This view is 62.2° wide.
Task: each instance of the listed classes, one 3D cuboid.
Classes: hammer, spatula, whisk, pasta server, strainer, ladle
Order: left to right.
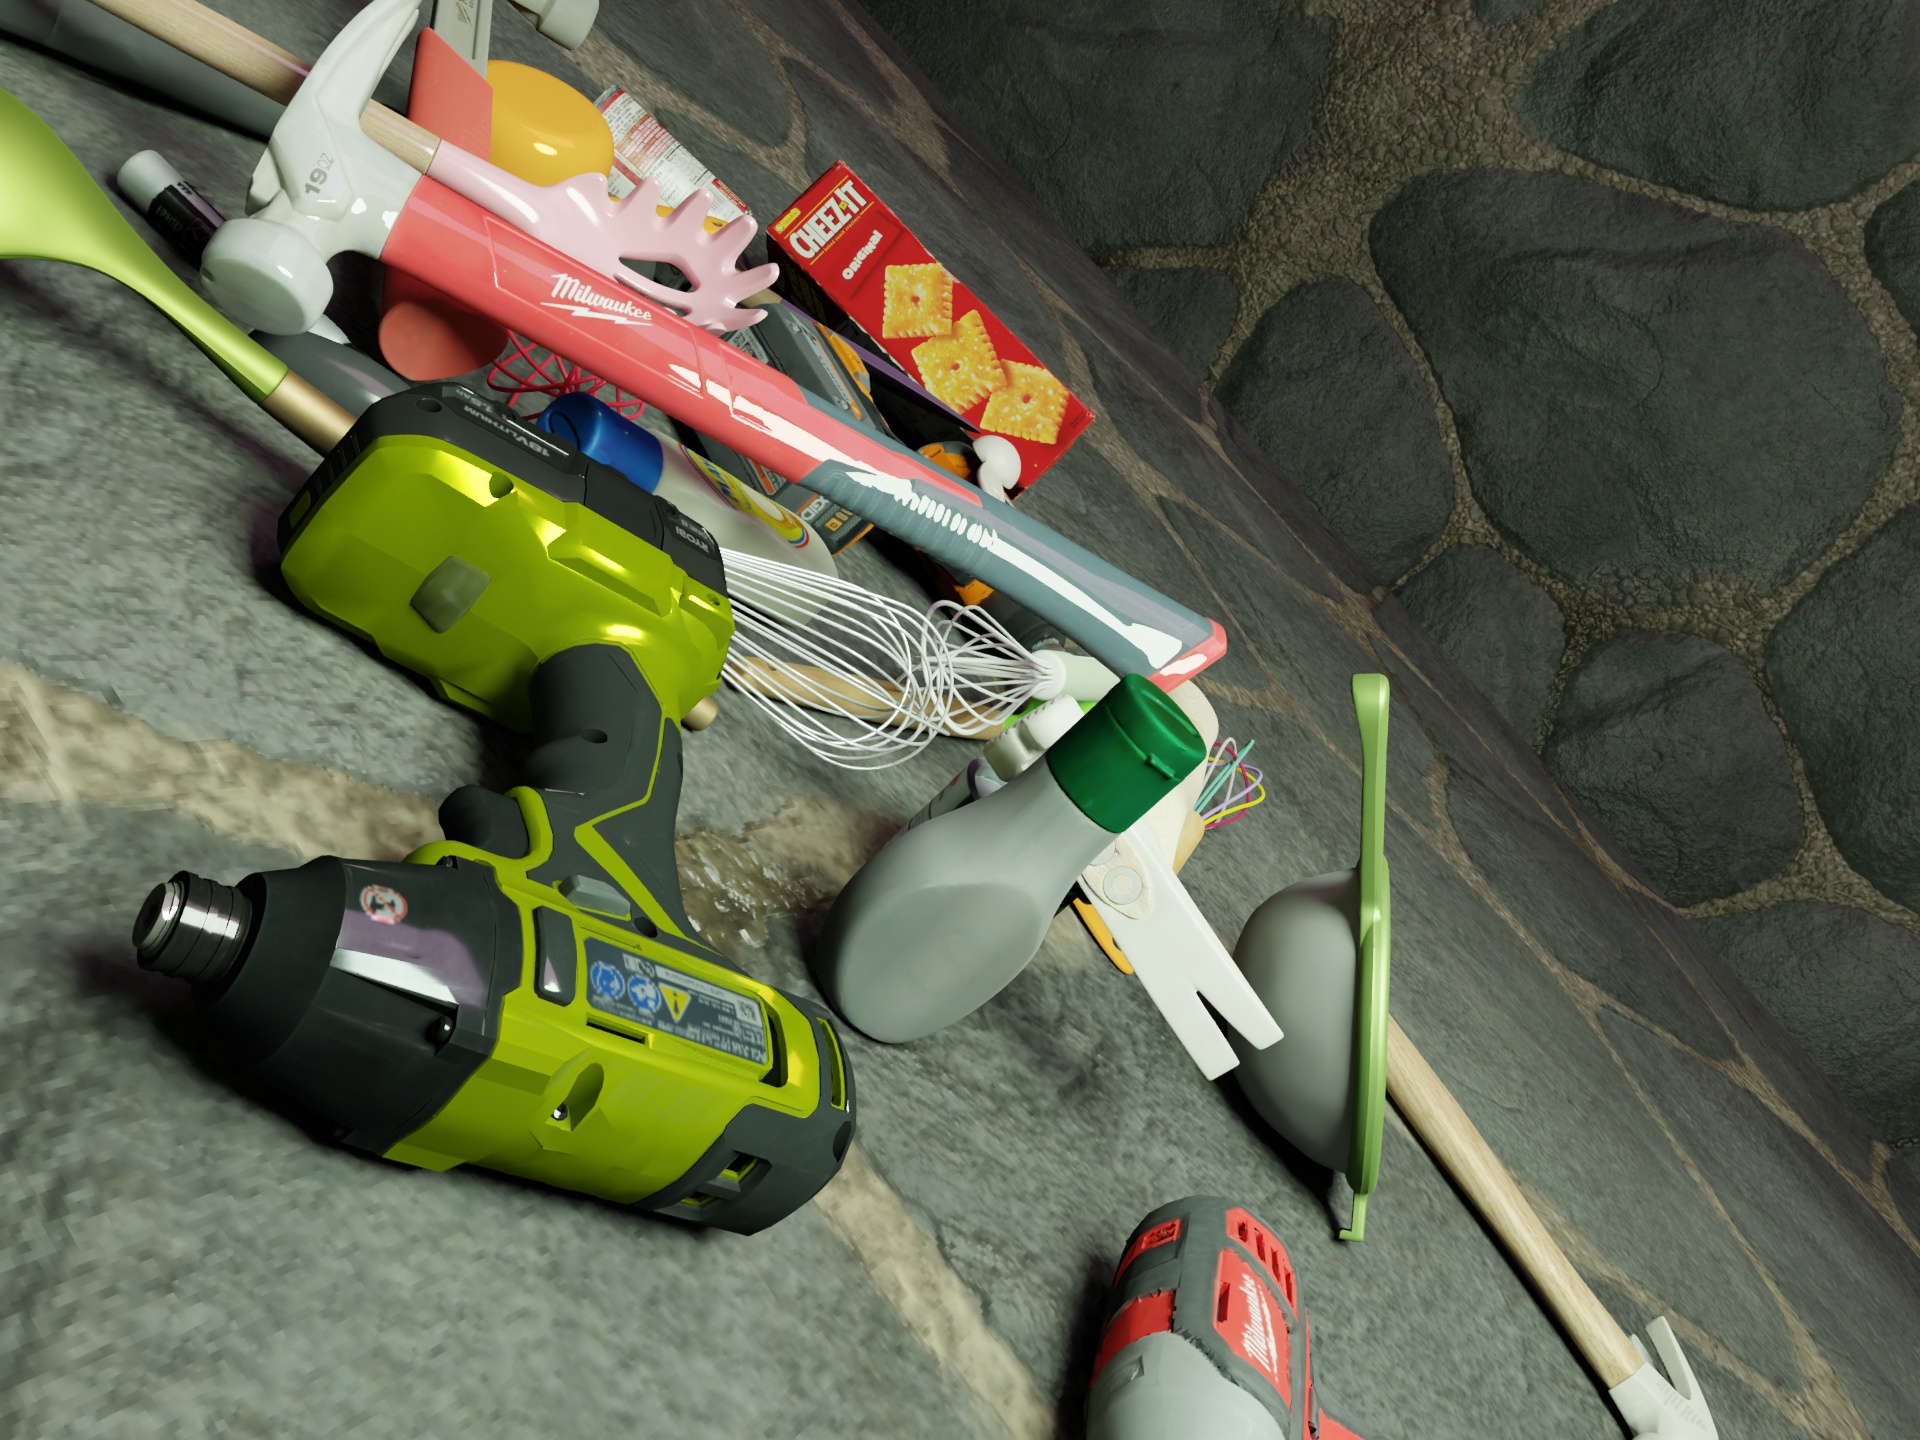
[{"bbox_3d":[-0.321,-0.251,0.582,0.146,0.035,0.334,52,21,16],"label":"hammer"},{"bbox_3d":[-0.202,-0.080,0.502,0.319,0.062,0.078,41,17,-34],"label":"ladle"},{"bbox_3d":[-0.213,-0.220,0.568,0.316,0.040,0.060,24,64,-26],"label":"pasta server"},{"bbox_3d":[-0.227,-0.268,0.681,0.149,0.036,0.359,21,38,-31],"label":"hammer"},{"bbox_3d":[-0.167,-0.188,0.739,0.073,0.073,0.296,39,16,-20],"label":"whisk"},{"bbox_3d":[-0.122,-0.061,0.579,0.284,0.070,0.070,30,25,-20],"label":"whisk"},{"bbox_3d":[-0.124,-0.240,0.877,0.316,0.018,0.060,30,7,-7],"label":"spatula"},{"bbox_3d":[-0.058,-0.119,0.590,0.386,0.038,0.143,26,61,-21],"label":"hammer"},{"bbox_3d":[0.036,-0.023,0.768,0.246,0.058,0.059,0,81,-66],"label":"whisk"},{"bbox_3d":[0.101,0.036,0.749,0.146,0.038,0.410,57,14,1],"label":"hammer"},{"bbox_3d":[0.136,0.054,0.902,0.047,0.051,0.245,53,23,1],"label":"whisk"},{"bbox_3d":[0.148,0.089,0.685,0.152,0.069,0.256,-71,157,-53],"label":"strainer"},{"bbox_3d":[0.275,0.240,0.841,0.130,0.031,0.332,13,38,-56],"label":"hammer"}]

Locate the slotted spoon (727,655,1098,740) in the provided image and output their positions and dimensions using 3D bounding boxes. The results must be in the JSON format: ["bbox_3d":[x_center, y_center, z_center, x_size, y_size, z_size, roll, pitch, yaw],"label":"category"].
[{"bbox_3d":[-0.001,-0.002,0.759,0.313,0.031,0.070,11,40,-55],"label":"slotted spoon"}]

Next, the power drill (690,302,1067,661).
[{"bbox_3d":[-0.027,-0.106,0.828,0.226,0.084,0.164,25,28,-53],"label":"power drill"}]

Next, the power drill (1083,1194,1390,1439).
[{"bbox_3d":[0.126,0.253,0.464,0.219,0.078,0.143,43,20,-1],"label":"power drill"}]

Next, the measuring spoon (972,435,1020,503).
[{"bbox_3d":[0.022,-0.135,0.862,0.034,0.018,0.124,48,14,-14],"label":"measuring spoon"}]

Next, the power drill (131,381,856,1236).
[{"bbox_3d":[-0.120,0.015,0.423,0.171,0.080,0.223,30,29,-38],"label":"power drill"}]

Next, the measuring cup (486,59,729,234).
[{"bbox_3d":[-0.185,-0.289,0.824,0.173,0.052,0.095,2,48,-36],"label":"measuring cup"}]

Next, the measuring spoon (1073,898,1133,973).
[{"bbox_3d":[0.052,0.066,0.741,0.021,0.011,0.117,4,52,-59],"label":"measuring spoon"}]
